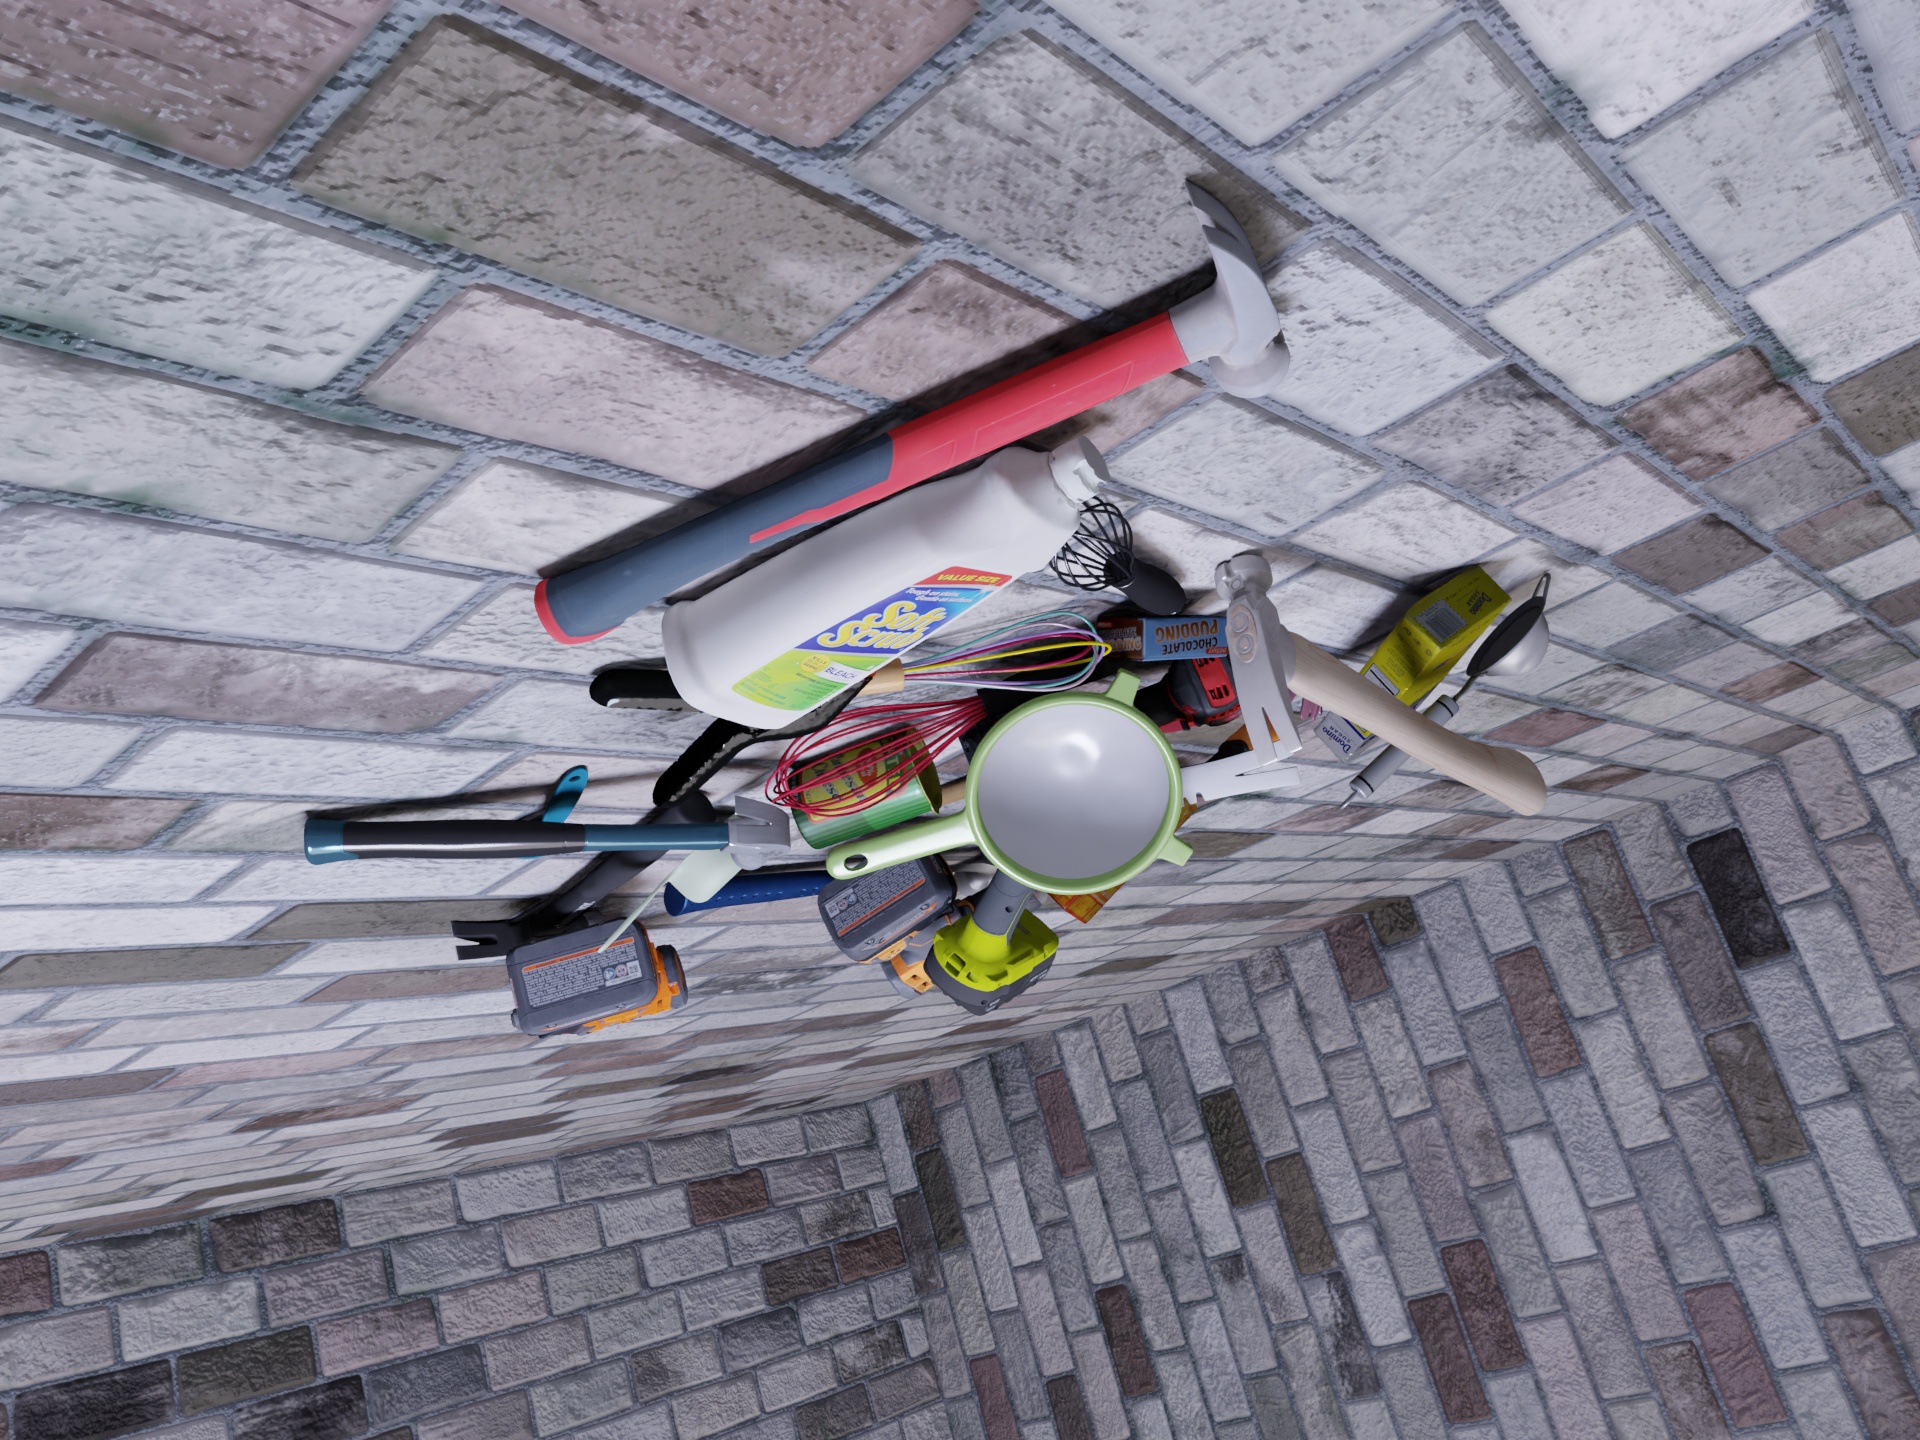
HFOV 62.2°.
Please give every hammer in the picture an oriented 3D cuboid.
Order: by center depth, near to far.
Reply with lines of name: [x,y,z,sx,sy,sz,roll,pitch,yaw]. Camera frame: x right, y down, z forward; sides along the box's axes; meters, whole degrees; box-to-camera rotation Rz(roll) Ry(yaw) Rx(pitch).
hammer: [-0.041,-0.126,0.746,0.386,0.038,0.143,-21,161,15]
hammer: [-0.276,0.082,1.100,0.331,0.033,0.128,1,165,-23]
hammer: [0.326,0.013,1.163,0.038,0.146,0.410,-29,144,36]
hammer: [0.232,0.019,1.277,0.127,0.034,0.337,-15,-177,22]
hammer: [-0.299,0.132,1.310,0.146,0.035,0.334,-2,158,-40]
hammer: [-0.098,0.151,1.552,0.405,0.035,0.144,-2,158,-40]

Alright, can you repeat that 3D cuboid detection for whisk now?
whisk: [0.101,-0.094,0.970,0.055,0.055,0.238,-23,166,19]
whisk: [-0.017,-0.035,1.042,0.245,0.051,0.047,-7,-165,-13]
whisk: [-0.002,-0.004,1.132,0.296,0.073,0.073,-23,163,-2]

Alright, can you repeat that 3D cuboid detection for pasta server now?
pasta server: [0.327,-0.014,1.428,0.040,0.060,0.316,-62,154,6]

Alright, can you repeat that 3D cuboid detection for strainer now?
strainer: [0.028,0.058,1.127,0.256,0.151,0.069,-17,-161,8]
strainer: [0.401,-0.016,1.288,0.258,0.050,0.087,-43,-179,-4]

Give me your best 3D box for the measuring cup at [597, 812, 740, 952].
measuring cup: [-0.220,0.138,1.253,0.168,0.038,0.083,-47,-176,-42]

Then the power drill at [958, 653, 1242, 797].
power drill: [0.118,0.004,1.219,0.219,0.078,0.143,-23,173,6]

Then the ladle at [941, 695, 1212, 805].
ladle: [0.080,0.030,1.361,0.315,0.031,0.069,-20,164,18]

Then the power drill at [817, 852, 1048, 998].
power drill: [-0.019,0.182,1.529,0.185,0.084,0.226,-33,151,5]

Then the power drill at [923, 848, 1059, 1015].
power drill: [0.067,0.138,1.417,0.190,0.080,0.228,-21,141,-48]

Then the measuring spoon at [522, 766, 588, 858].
measuring spoon: [-0.291,0.060,1.137,0.042,0.021,0.128,-5,150,-35]

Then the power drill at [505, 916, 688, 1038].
power drill: [-0.337,0.241,1.425,0.164,0.084,0.226,-15,167,-7]
